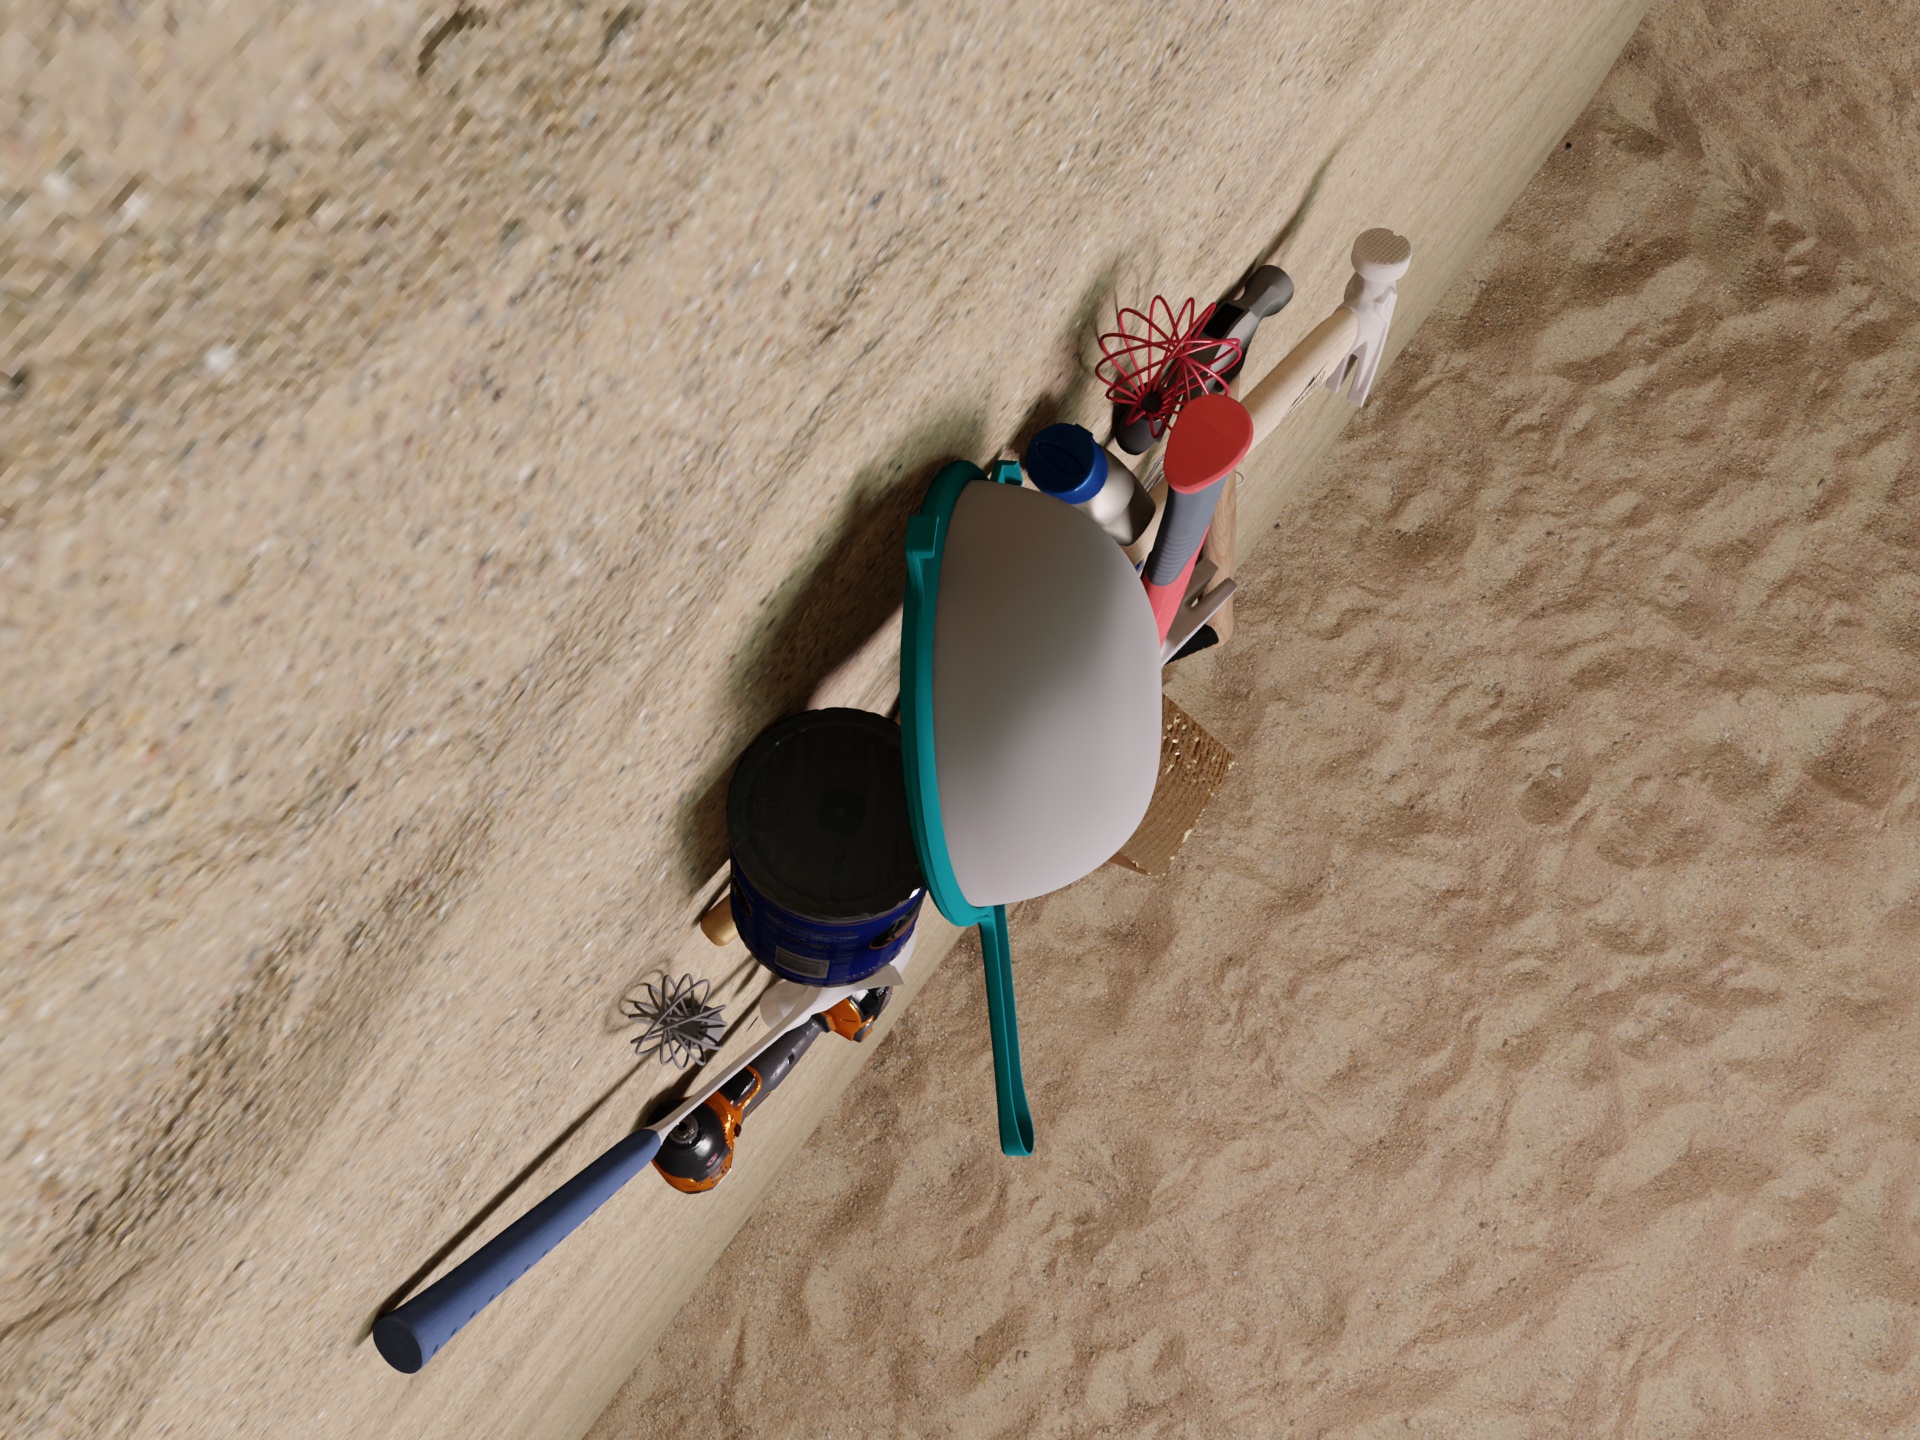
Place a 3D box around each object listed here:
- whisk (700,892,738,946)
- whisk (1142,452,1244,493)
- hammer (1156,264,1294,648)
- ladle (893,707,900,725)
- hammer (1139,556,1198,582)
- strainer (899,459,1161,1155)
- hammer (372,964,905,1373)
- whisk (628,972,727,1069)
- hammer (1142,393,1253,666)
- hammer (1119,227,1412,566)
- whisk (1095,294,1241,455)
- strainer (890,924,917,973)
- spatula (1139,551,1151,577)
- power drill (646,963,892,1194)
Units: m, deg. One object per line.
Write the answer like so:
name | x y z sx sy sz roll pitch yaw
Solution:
whisk | -0.045 0.041 0.889 0.245 0.051 0.047 -41 175 -5
whisk | 0.133 -0.153 1.176 0.284 0.070 0.070 -36 161 -50
hammer | 0.187 -0.164 1.162 0.130 0.031 0.331 -46 151 -24
ladle | -0.023 -0.012 0.960 0.069 0.031 0.315 -50 174 -38
hammer | 0.119 -0.060 1.218 0.035 0.146 0.335 1 -144 41
strainer | 0.048 0.049 0.734 0.211 0.095 0.340 -52 139 -70
hammer | -0.182 0.249 0.972 0.144 0.035 0.405 -30 -177 38
whisk | -0.159 0.179 0.945 0.055 0.055 0.239 -52 176 -12
hammer | 0.133 -0.100 0.926 0.143 0.038 0.386 -45 169 -10
hammer | 0.154 -0.155 1.033 0.411 0.038 0.146 -44 157 -22
whisk | 0.108 -0.182 0.892 0.073 0.073 0.296 -54 179 3
strainer | -0.065 0.193 1.443 0.151 0.069 0.256 -57 170 24
spatula | 0.151 -0.104 1.308 0.059 0.018 0.316 91 21 -78
power drill | -0.150 0.260 1.217 0.226 0.084 0.164 -47 169 -19
